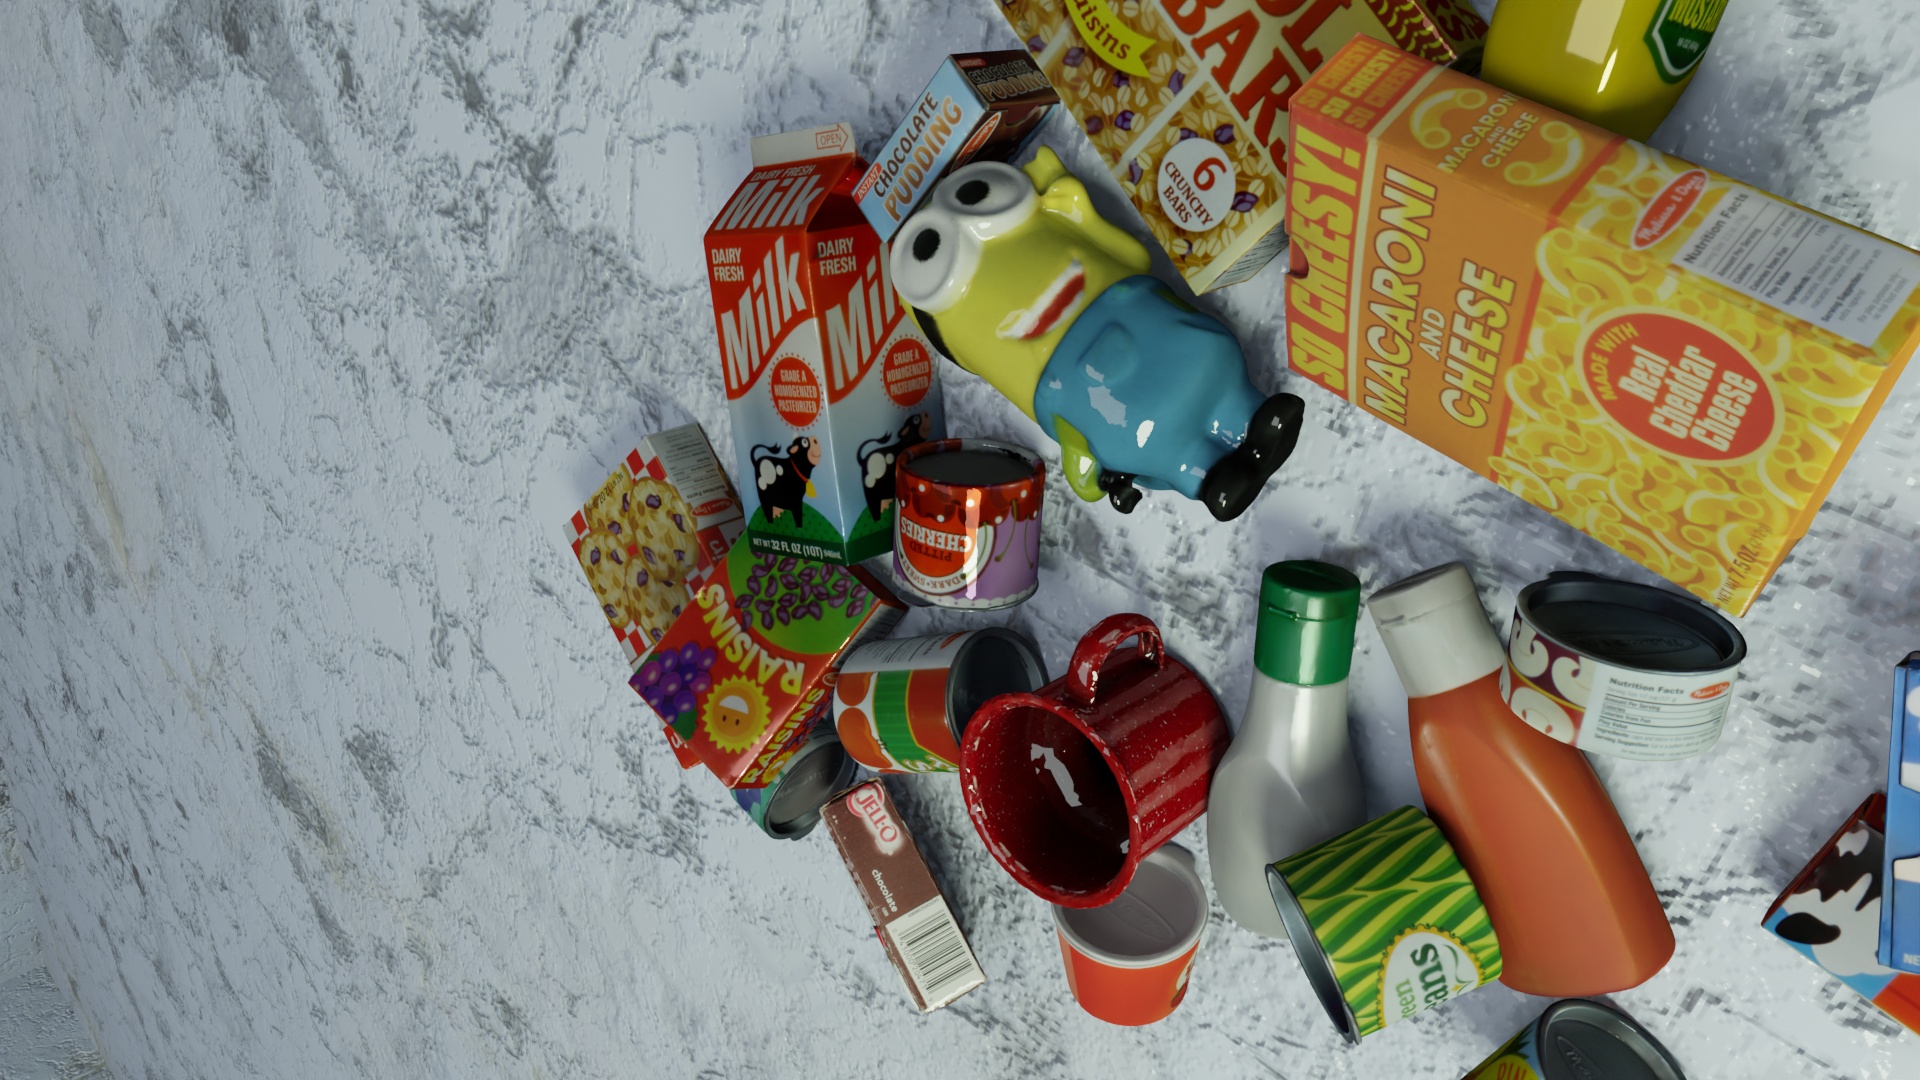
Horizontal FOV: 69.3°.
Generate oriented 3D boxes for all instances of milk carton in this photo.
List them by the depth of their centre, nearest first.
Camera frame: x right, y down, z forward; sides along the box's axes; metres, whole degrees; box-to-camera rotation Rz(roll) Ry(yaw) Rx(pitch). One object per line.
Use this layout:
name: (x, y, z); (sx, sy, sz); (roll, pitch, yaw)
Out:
milk carton: (-0.061, -0.091, 0.638); (0.072, 0.074, 0.190); (6, 109, 42)

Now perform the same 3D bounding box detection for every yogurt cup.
yogurt cup: (0.074, 0.176, 0.615); (0.072, 0.073, 0.053); (25, 134, 35)

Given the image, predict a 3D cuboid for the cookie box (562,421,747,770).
cookie box: (-0.156, 0.035, 0.798); (0.122, 0.040, 0.167); (-35, 80, 45)

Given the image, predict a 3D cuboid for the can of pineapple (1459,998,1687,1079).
can of pineapple: (0.214, 0.206, 0.490); (0.071, 0.071, 0.057); (45, 131, 22)

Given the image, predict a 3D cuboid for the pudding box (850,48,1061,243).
pudding box: (-0.002, -0.162, 0.573); (0.030, 0.050, 0.083); (57, 135, 9)

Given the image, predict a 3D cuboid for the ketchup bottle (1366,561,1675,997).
ketchup bottle: (0.188, 0.082, 0.485); (0.064, 0.044, 0.149); (-27, 85, 56)

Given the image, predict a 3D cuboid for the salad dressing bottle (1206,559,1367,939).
salad dressing bottle: (0.130, 0.082, 0.543); (0.064, 0.044, 0.147); (20, 117, 42)

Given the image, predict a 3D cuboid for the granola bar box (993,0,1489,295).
granola bar box: (0.087, -0.190, 0.485); (0.123, 0.039, 0.166); (-42, 75, 44)

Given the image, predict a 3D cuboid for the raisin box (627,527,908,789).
raisin box: (-0.099, 0.053, 0.708); (0.086, 0.040, 0.123); (40, 95, 21)

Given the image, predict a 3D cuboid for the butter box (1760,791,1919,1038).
butter box: (0.302, 0.127, 0.409); (0.104, 0.024, 0.052); (38, 128, 28)

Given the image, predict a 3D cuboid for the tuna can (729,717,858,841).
tuna can: (-0.090, 0.128, 0.752); (0.033, 0.071, 0.070); (37, 128, 29)

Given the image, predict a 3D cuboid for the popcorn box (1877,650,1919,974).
popcorn box: (0.311, 0.077, 0.352); (0.126, 0.038, 0.085); (4, 96, 36)

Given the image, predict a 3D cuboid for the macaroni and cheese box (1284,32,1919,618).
macaroni and cheese box: (0.173, -0.062, 0.407); (0.167, 0.040, 0.123); (36, 162, 29)

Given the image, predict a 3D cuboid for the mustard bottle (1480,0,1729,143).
mustard bottle: (0.194, -0.187, 0.369); (0.049, 0.065, 0.159); (37, 124, 34)

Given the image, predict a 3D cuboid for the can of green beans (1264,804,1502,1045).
can of green beans: (0.149, 0.135, 0.494); (0.071, 0.058, 0.071); (176, 71, -89)

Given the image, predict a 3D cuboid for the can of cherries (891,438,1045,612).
can of cherries: (0.002, -0.008, 0.610); (0.071, 0.072, 0.058); (22, 119, 37)

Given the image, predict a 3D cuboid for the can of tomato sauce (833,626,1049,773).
can of tomato sauce: (-0.010, 0.079, 0.657); (0.083, 0.071, 0.071); (-10, 98, 46)

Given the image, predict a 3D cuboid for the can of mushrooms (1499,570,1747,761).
can of mushrooms: (0.207, 0.038, 0.439); (0.071, 0.071, 0.033); (21, 120, 37)
